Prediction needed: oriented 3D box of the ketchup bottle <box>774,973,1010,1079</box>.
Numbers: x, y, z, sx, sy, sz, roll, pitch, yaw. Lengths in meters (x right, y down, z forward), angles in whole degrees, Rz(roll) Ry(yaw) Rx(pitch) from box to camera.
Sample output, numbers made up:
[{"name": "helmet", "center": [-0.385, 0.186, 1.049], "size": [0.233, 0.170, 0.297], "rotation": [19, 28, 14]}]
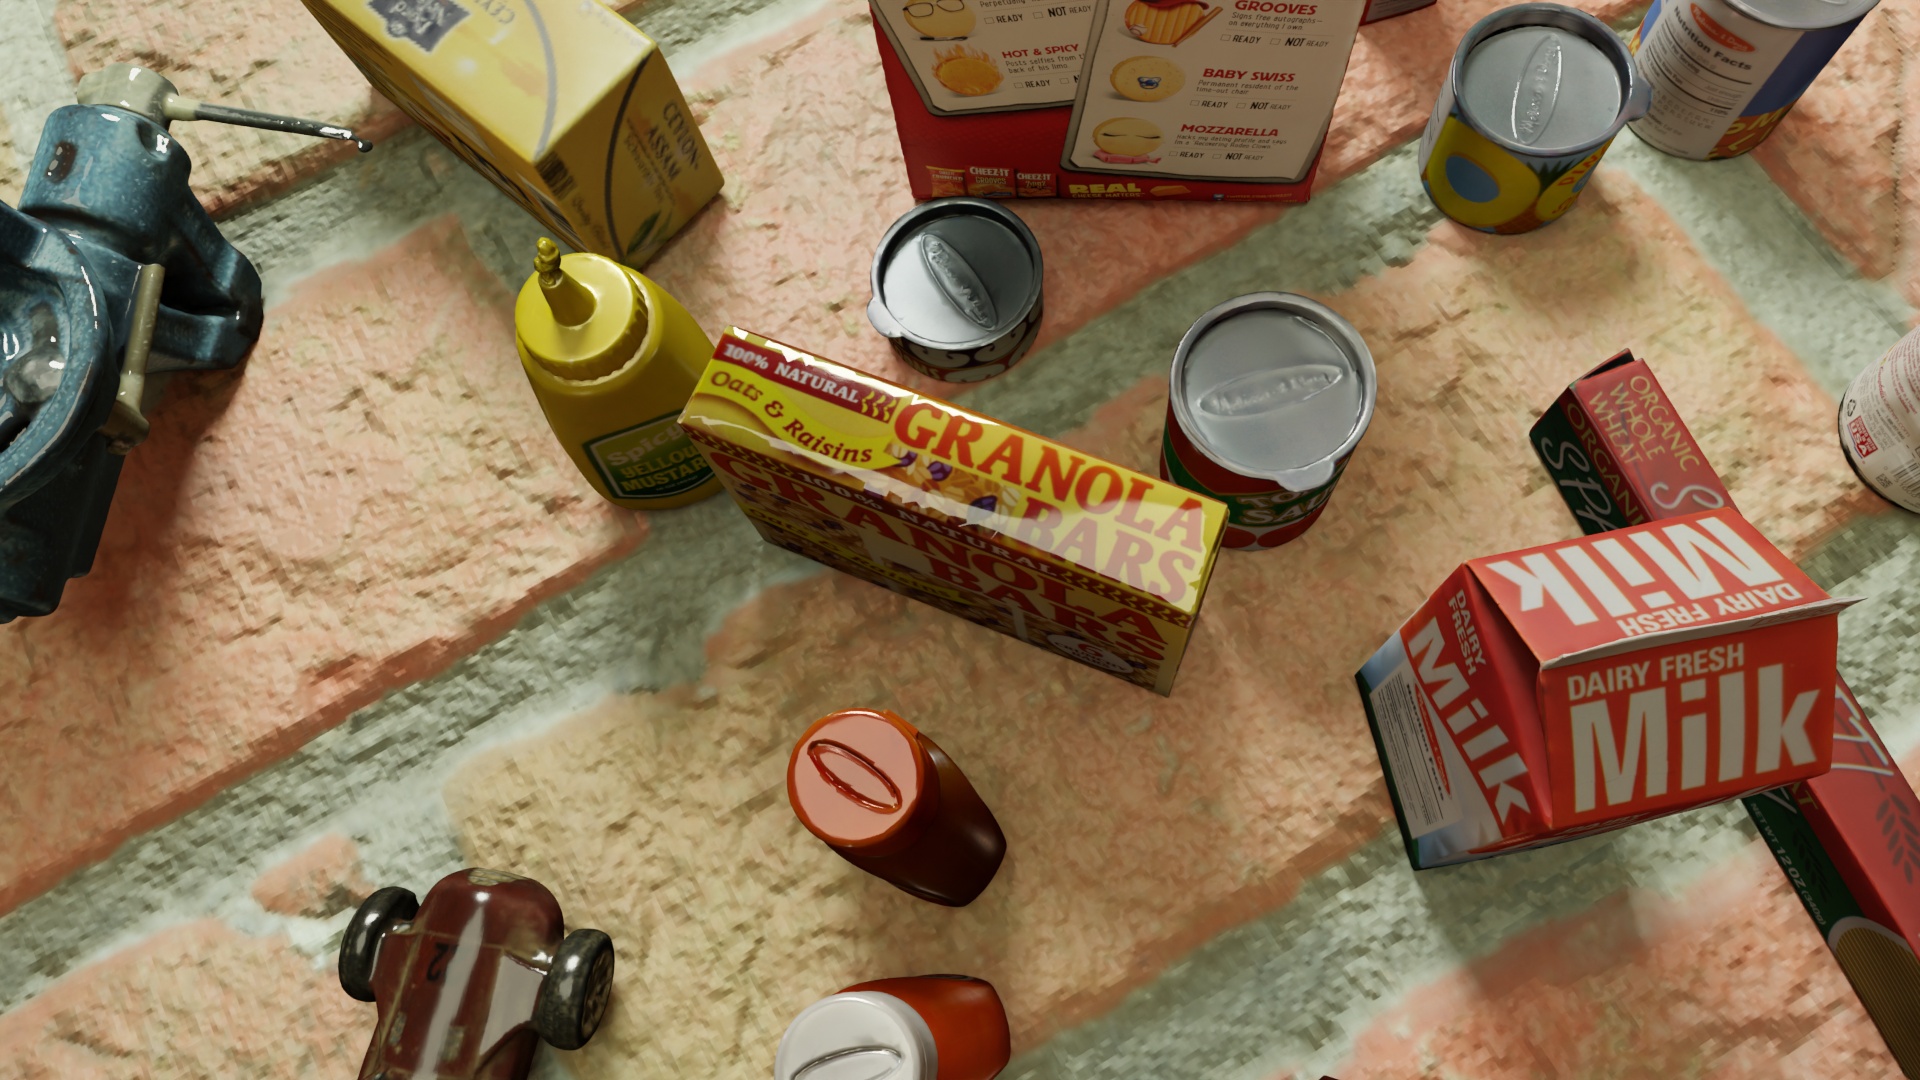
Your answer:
[{"name": "ketchup bottle", "center": [-0.020, 0.150, 0.404], "size": [0.065, 0.148, 0.043], "rotation": [-16, 72, 0]}]

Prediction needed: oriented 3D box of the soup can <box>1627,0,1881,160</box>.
[{"name": "soup can", "center": [0.295, -0.194, 0.520], "size": [0.071, 0.083, 0.071], "rotation": [-1, 73, 5]}]

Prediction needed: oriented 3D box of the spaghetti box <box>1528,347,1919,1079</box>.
[{"name": "spaghetti box", "center": [0.268, 0.054, 0.461], "size": [0.029, 0.050, 0.250], "rotation": [-22, 72, -2]}]

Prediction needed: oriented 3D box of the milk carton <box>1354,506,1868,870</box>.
[{"name": "milk carton", "center": [0.175, 0.046, 0.398], "size": [0.072, 0.190, 0.073], "rotation": [-12, 72, 1]}]

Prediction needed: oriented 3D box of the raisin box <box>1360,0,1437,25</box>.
[{"name": "raisin box", "center": [0.166, -0.275, 0.536], "size": [0.040, 0.123, 0.086], "rotation": [-17, 72, 0]}]

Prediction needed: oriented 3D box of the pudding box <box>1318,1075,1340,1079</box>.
[{"name": "pudding box", "center": [0.097, 0.206, 0.428], "size": [0.084, 0.049, 0.030], "rotation": [-41, 74, -8]}]

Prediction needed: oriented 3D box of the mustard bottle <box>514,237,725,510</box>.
[{"name": "mustard bottle", "center": [-0.116, -0.056, 0.472], "size": [0.065, 0.160, 0.049], "rotation": [-20, 72, -1]}]

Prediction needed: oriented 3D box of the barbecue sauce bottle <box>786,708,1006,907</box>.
[{"name": "barbecue sauce bottle", "center": [-0.020, 0.081, 0.426], "size": [0.065, 0.148, 0.044], "rotation": [33, 79, 14]}]

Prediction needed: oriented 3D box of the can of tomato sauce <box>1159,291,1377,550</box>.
[{"name": "can of tomato sauce", "center": [0.105, -0.037, 0.487], "size": [0.071, 0.083, 0.071], "rotation": [-1, 73, 5]}]

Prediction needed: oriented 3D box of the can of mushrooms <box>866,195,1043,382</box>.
[{"name": "can of mushrooms", "center": [-0.002, -0.096, 0.541], "size": [0.071, 0.033, 0.071], "rotation": [-1, 72, 5]}]

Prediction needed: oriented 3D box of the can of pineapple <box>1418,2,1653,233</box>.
[{"name": "can of pineapple", "center": [0.215, -0.158, 0.529], "size": [0.071, 0.057, 0.071], "rotation": [-1, 72, 5]}]

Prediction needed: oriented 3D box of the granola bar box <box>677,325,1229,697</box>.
[{"name": "granola bar box", "center": [0.002, -0.006, 0.464], "size": [0.166, 0.124, 0.039], "rotation": [21, 76, 11]}]
